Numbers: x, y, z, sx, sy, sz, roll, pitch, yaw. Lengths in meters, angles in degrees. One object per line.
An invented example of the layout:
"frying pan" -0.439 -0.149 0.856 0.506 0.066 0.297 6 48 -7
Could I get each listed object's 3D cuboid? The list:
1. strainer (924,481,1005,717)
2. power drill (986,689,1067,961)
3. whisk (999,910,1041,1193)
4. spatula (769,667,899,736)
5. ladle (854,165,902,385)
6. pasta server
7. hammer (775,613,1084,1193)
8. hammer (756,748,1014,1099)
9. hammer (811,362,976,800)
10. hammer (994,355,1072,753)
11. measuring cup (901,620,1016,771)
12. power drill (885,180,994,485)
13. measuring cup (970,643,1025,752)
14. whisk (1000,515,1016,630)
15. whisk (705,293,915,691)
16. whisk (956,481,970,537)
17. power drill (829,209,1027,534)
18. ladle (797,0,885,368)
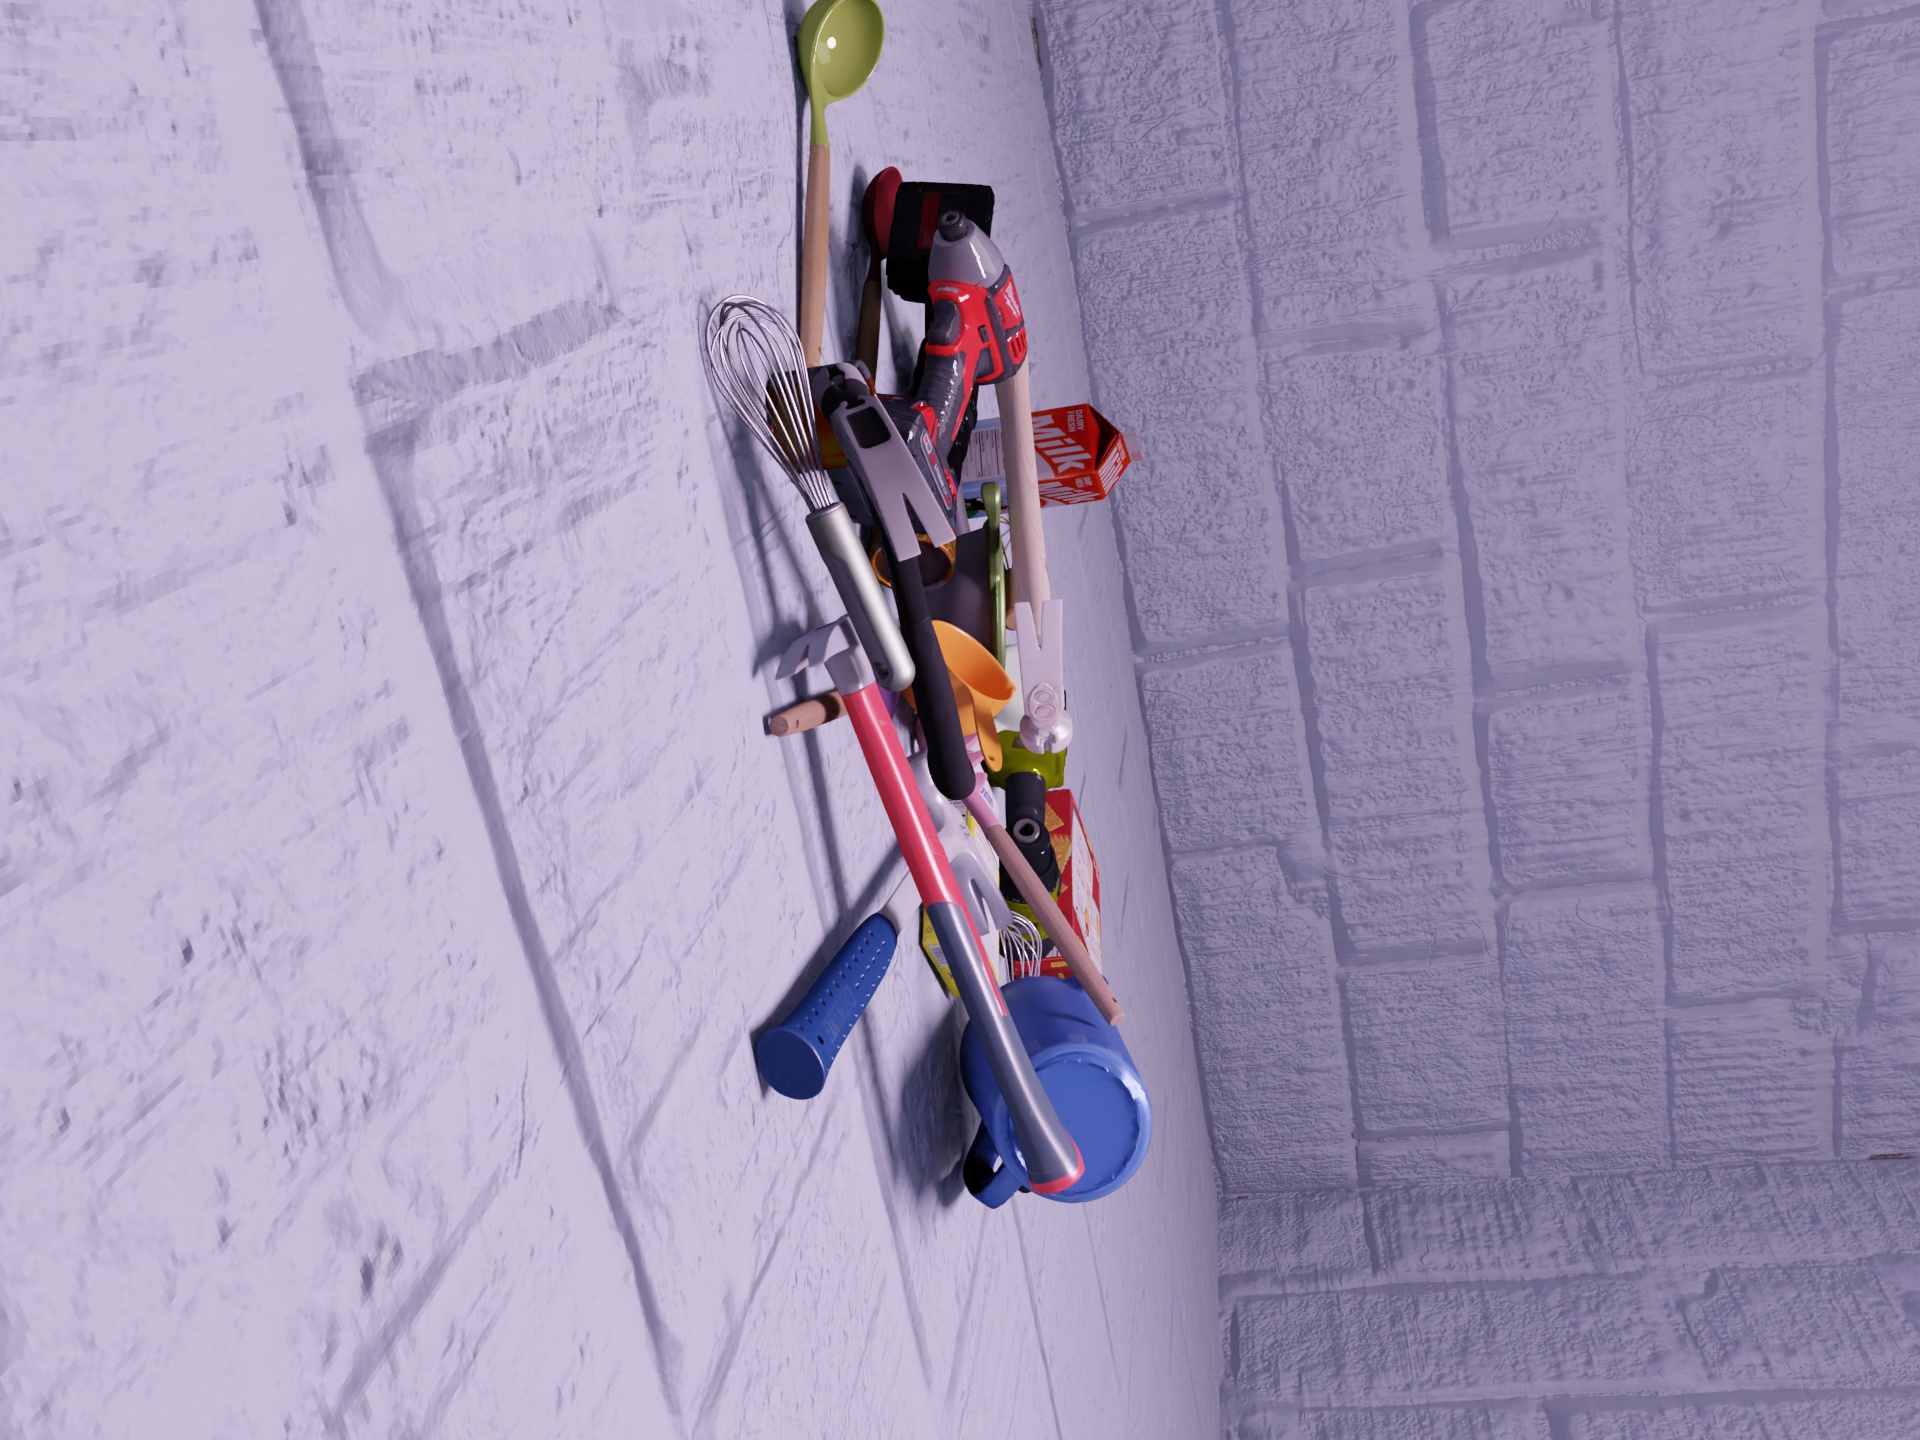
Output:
"strainer" 0.000 -0.115 1.285 0.256 0.069 0.152 88 -1 -65
"power drill" 0.060 0.081 1.454 0.190 0.080 0.229 88 3 -54
"whisk" 0.044 0.288 1.371 0.070 0.070 0.284 -68 153 -68
"spatula" -0.074 -0.012 1.059 0.316 0.018 0.060 -29 123 -78
"ladle" -0.070 -0.324 1.260 0.069 0.031 0.316 74 16 -55
"pasta server" 0.042 0.097 1.202 0.060 0.040 0.317 16 32 -47
"hammer" -0.011 0.121 0.979 0.143 0.038 0.386 -47 116 -74
"hammer" -0.043 0.135 1.013 0.144 0.035 0.405 62 17 -7
"hammer" -0.026 -0.058 1.020 0.334 0.035 0.146 77 -12 -49
"hammer" 0.048 -0.177 1.223 0.146 0.038 0.411 83 3 -50
"measuring cup" -0.002 -0.004 1.205 0.095 0.052 0.174 30 27 -29
"power drill" -0.017 -0.311 1.330 0.226 0.080 0.188 90 5 -55
"measuring cup" 0.032 -0.002 1.389 0.168 0.083 0.038 -56 -177 -37
"whisk" 0.052 -0.137 1.468 0.245 0.051 0.047 -86 165 -63
"whisk" -0.083 -0.128 0.921 0.059 0.058 0.246 -33 106 -36
"whisk" -0.004 -0.168 1.452 0.055 0.055 0.239 -1 79 -79
"power drill" -0.019 -0.254 1.150 0.143 0.078 0.220 67 40 -53
"ladle" -0.089 -0.386 1.132 0.078 0.062 0.320 58 30 -64
